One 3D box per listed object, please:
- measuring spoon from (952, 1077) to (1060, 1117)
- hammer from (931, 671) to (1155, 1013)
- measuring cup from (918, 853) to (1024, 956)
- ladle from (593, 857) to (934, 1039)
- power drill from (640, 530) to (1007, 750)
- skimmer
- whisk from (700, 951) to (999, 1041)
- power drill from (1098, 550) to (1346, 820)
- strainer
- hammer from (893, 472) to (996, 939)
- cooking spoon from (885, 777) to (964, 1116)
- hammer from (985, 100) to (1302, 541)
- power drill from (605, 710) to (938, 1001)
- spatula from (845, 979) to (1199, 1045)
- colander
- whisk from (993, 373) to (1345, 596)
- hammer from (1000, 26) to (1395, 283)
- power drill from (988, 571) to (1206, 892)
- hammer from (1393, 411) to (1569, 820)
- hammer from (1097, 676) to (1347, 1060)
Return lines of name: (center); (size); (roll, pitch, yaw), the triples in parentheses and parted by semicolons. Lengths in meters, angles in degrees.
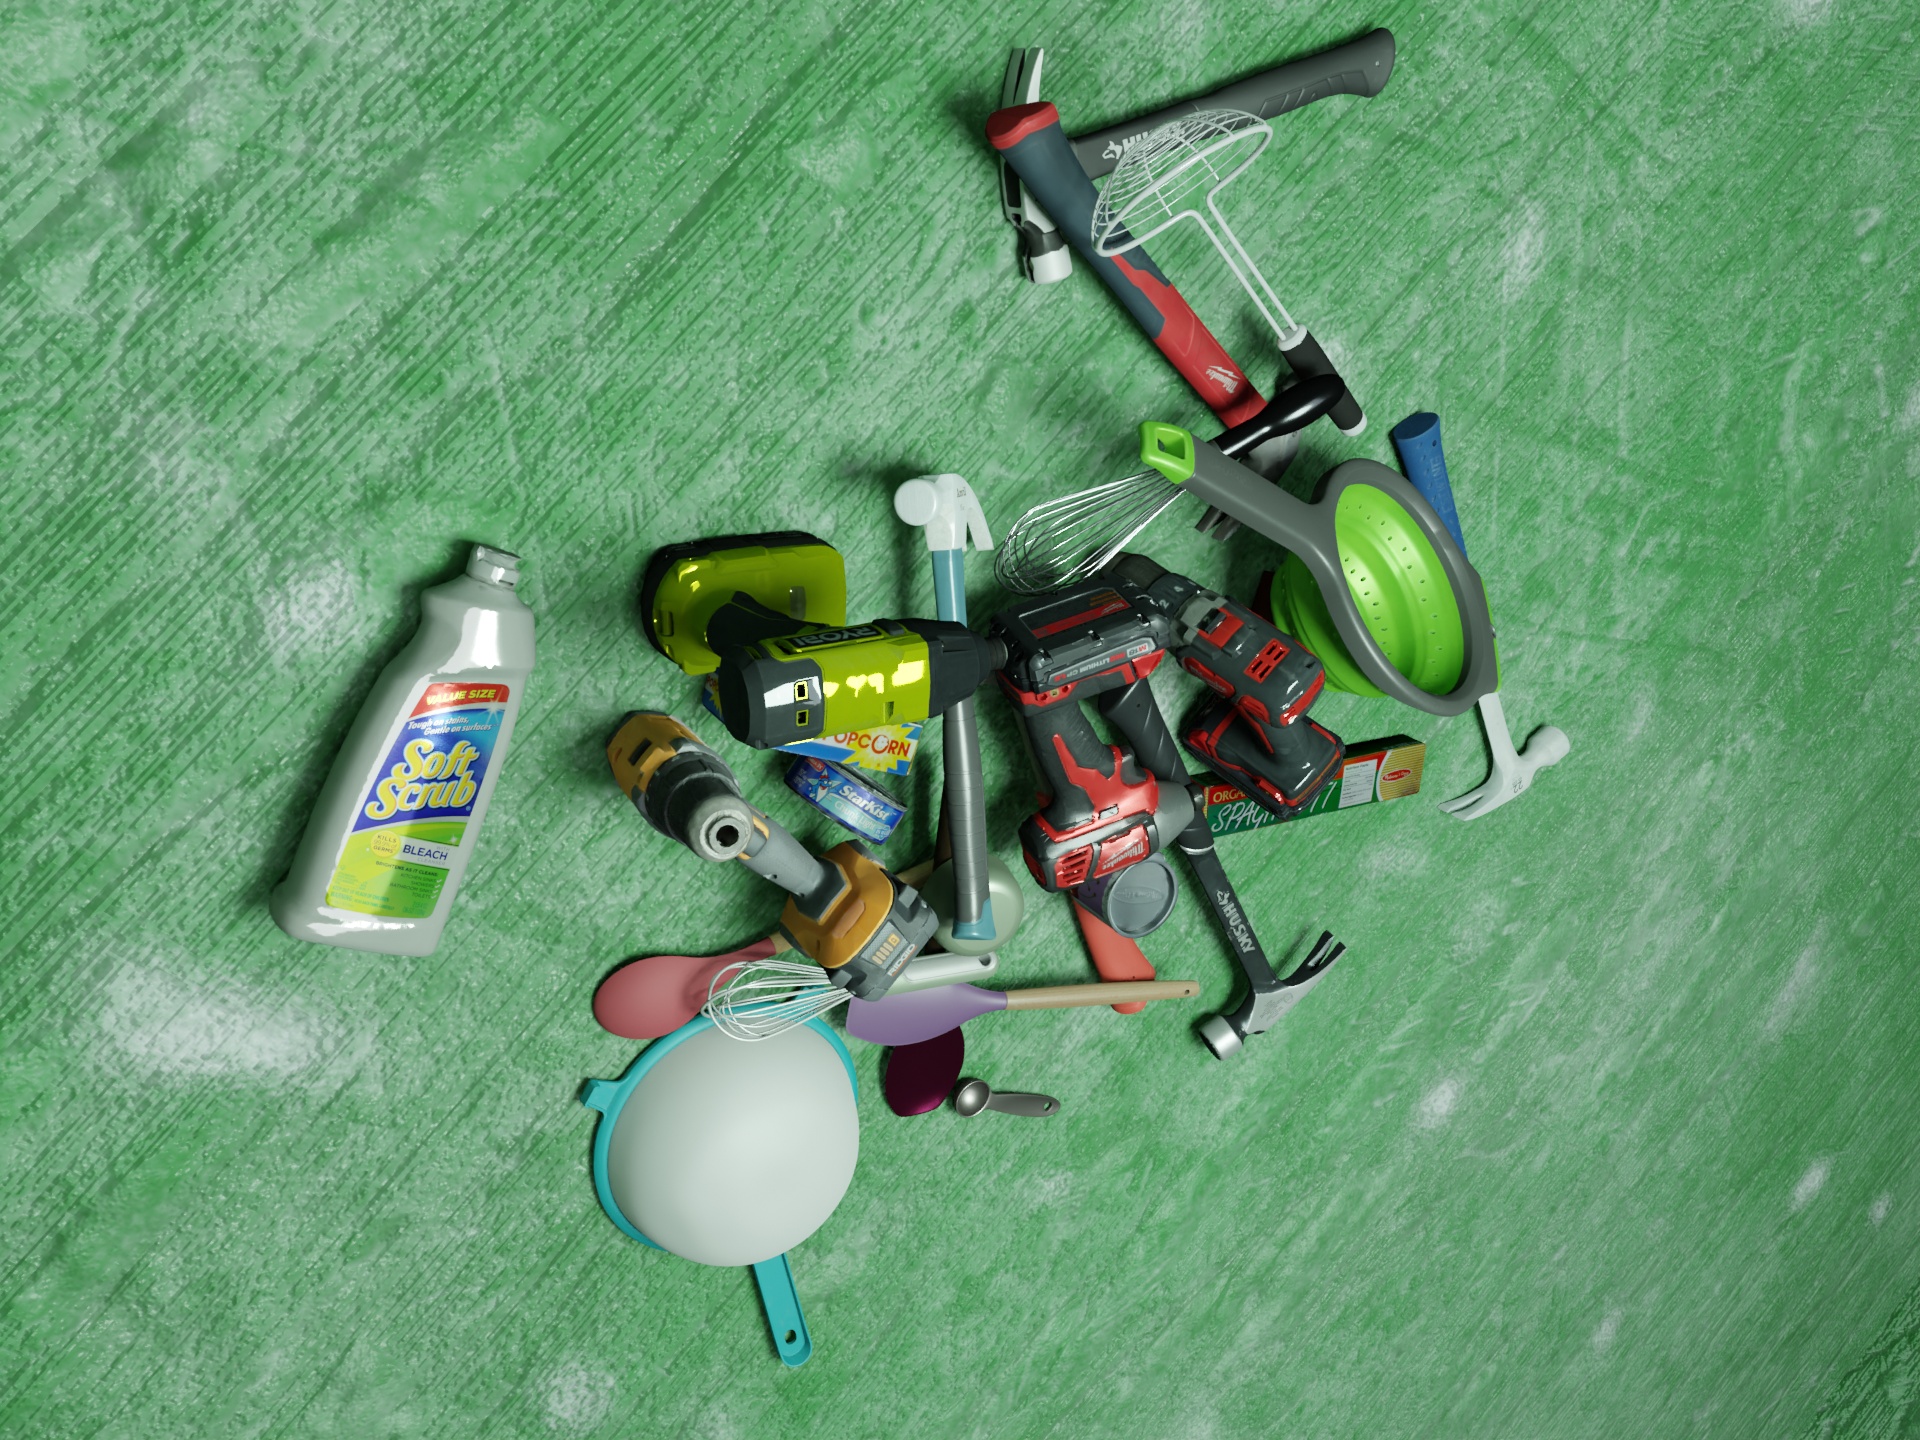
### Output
measuring spoon: (0.038, 0.316, 1.328); (0.124, 0.018, 0.034); (19, 98, -42)
hammer: (0.081, 0.095, 1.253); (0.149, 0.037, 0.358); (-30, 121, -18)
measuring cup: (-0.031, 0.147, 1.163); (0.167, 0.038, 0.083); (-11, 119, -20)
ladle: (-0.116, 0.154, 1.163); (0.315, 0.031, 0.069); (-23, 126, -24)
power drill: (-0.091, -0.052, 0.976); (0.171, 0.223, 0.080); (-11, 114, -28)
skimmer: (0.209, -0.277, 1.079); (0.127, 0.090, 0.362); (-32, 140, 19)
whisk: (-0.074, 0.190, 1.154); (0.246, 0.058, 0.059); (-4, 150, -34)
power drill: (0.199, -0.031, 1.204); (0.080, 0.188, 0.226); (-48, 149, -6)
strainer: (-0.143, 0.376, 1.188); (0.211, 0.095, 0.340); (-22, 117, -23)
hammer: (-0.002, -0.003, 1.093); (0.033, 0.128, 0.331); (-1, 102, 16)
cooking spoon: (-0.019, 0.173, 1.218); (0.068, 0.017, 0.318); (-6, 118, -26)
hammer: (0.129, -0.274, 1.107); (0.385, 0.038, 0.143); (35, 89, -44)
power drill: (-0.118, 0.089, 1.023); (0.226, 0.185, 0.084); (42, 84, -28)
spatula: (0.056, 0.222, 1.260); (0.315, 0.018, 0.059); (1, 111, -27)
colander: (0.240, -0.110, 1.147); (0.396, 0.094, 0.205); (21, 57, -37)
whisk: (0.149, -0.171, 1.133); (0.284, 0.070, 0.070); (-30, 123, 0)
hammer: (0.172, -0.427, 1.108); (0.335, 0.035, 0.146); (-26, 121, -21)
power drill: (0.102, 0.014, 1.142); (0.143, 0.079, 0.219); (-19, 124, -11)
hammer: (0.445, -0.084, 1.405); (0.144, 0.035, 0.405); (-36, 123, -15)
hammer: (0.204, 0.112, 1.300); (0.149, 0.036, 0.408); (-34, 125, -7)
